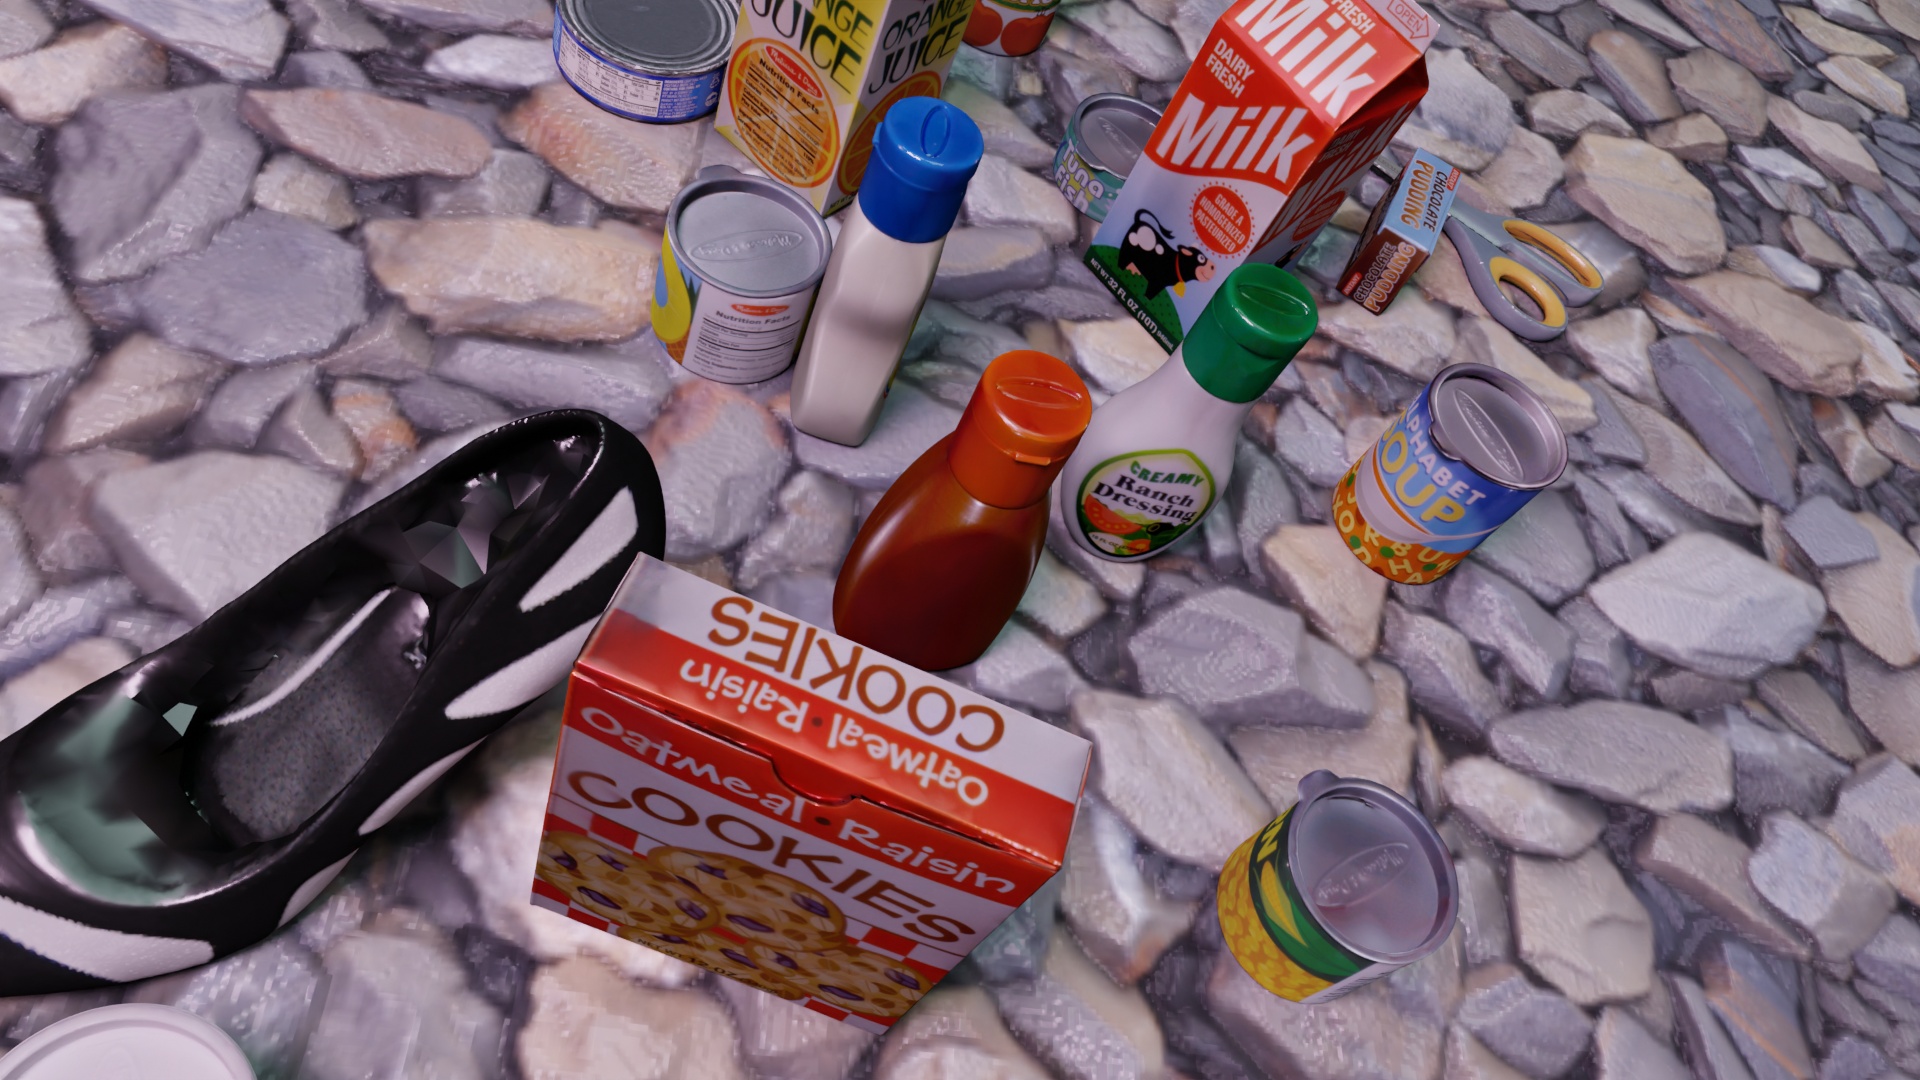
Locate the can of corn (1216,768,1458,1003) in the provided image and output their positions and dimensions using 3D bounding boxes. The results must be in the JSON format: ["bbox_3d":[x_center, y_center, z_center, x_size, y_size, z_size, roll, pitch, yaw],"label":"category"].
[{"bbox_3d":[0.133,0.125,0.502,0.071,0.058,0.071,10,55,-15],"label":"can of corn"}]

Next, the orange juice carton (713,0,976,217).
[{"bbox_3d":[-0.041,-0.238,0.592,0.073,0.191,0.072,42,54,9],"label":"orange juice carton"}]

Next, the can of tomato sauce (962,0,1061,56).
[{"bbox_3d":[0.030,-0.309,0.735,0.071,0.082,0.071,10,55,-15],"label":"can of tomato sauce"}]

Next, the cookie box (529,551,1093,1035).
[{"bbox_3d":[-0.052,0.083,0.391,0.123,0.166,0.040,23,53,-6],"label":"cookie box"}]

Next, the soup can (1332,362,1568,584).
[{"bbox_3d":[0.213,-0.028,0.618,0.071,0.083,0.072,10,55,-15],"label":"soup can"}]

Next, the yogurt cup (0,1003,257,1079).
[{"bbox_3d":[-0.212,0.158,0.351,0.072,0.053,0.073,10,55,-15],"label":"yogurt cup"}]

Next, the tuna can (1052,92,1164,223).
[{"bbox_3d":[0.081,-0.193,0.709,0.071,0.032,0.071,10,55,-15],"label":"tuna can"}]

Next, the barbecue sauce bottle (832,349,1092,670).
[{"bbox_3d":[0.002,-0.006,0.482,0.065,0.147,0.044,9,56,-15],"label":"barbecue sauce bottle"}]

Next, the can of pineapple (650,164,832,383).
[{"bbox_3d":[-0.091,-0.108,0.571,0.071,0.057,0.071,10,55,-15],"label":"can of pineapple"}]

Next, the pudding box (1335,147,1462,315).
[{"bbox_3d":[0.234,-0.165,0.739,0.030,0.049,0.084,32,53,1],"label":"pudding box"}]

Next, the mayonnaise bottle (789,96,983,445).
[{"bbox_3d":[-0.030,-0.101,0.533,0.041,0.147,0.065,18,54,-10],"label":"mayonnaise bottle"}]

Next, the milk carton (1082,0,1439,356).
[{"bbox_3d":[0.135,-0.175,0.619,0.074,0.189,0.072,-30,73,-34],"label":"milk carton"}]

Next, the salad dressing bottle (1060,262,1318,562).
[{"bbox_3d":[0.086,-0.046,0.542,0.064,0.147,0.044,17,54,-10],"label":"salad dressing bottle"}]
